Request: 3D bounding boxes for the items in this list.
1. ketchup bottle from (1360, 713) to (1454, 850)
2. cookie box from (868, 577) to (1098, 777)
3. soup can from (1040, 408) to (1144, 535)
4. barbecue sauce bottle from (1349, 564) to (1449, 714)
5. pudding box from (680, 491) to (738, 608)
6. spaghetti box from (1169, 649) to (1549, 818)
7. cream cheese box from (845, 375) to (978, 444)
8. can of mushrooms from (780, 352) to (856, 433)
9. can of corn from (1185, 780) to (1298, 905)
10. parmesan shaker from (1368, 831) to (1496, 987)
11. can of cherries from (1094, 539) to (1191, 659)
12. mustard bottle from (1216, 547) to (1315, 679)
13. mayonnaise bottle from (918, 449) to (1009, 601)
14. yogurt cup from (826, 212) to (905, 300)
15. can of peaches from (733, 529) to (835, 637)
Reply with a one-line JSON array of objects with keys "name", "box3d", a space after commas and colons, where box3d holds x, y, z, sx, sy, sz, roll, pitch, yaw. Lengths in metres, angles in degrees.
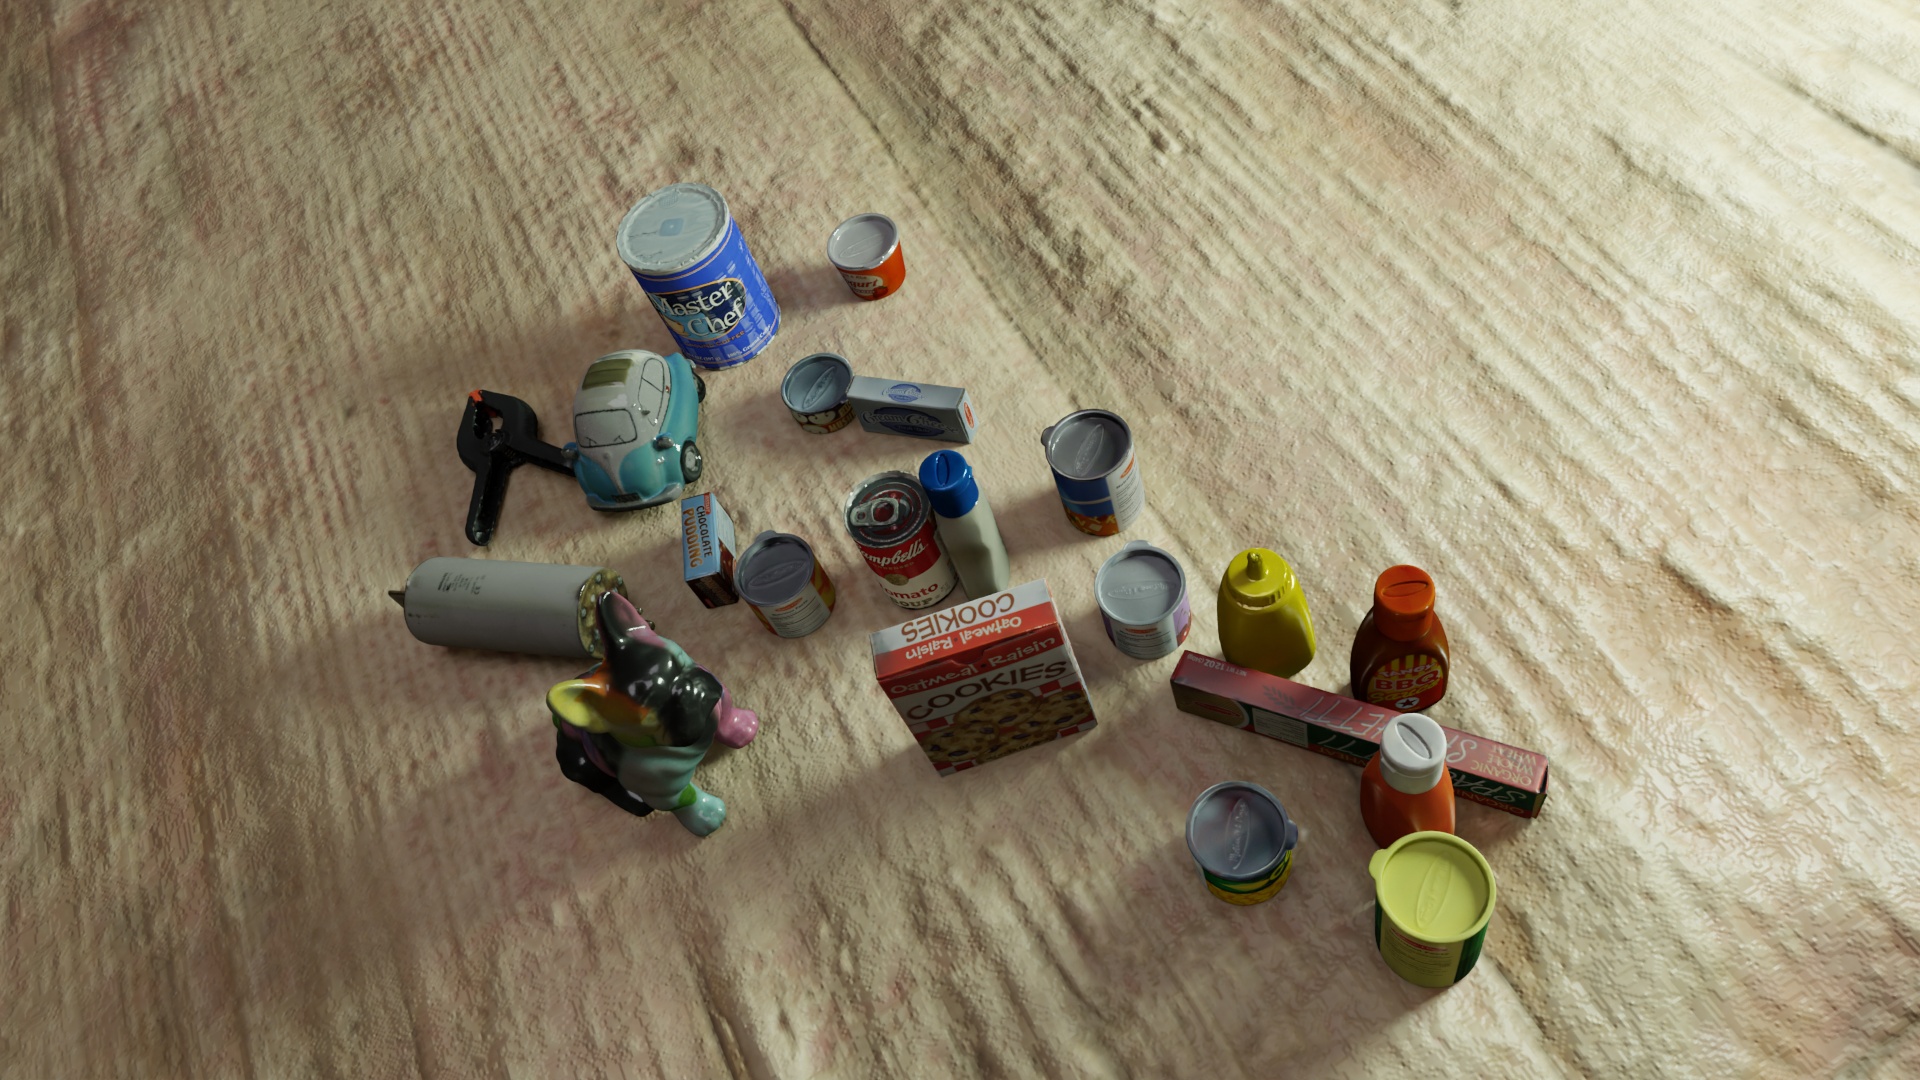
[{"name": "ketchup bottle", "box3d": [0.278, 0.154, 0.861, 0.043, 0.148, 0.065, -34, 56, -7]}, {"name": "cookie box", "box3d": [0.020, 0.099, 0.955, 0.123, 0.166, 0.040, -19, 56, 4]}, {"name": "soup can", "box3d": [0.103, -0.053, 1.078, 0.071, 0.083, 0.071, -7, 57, 11]}, {"name": "barbecue sauce bottle", "box3d": [0.289, 0.067, 0.913, 0.065, 0.148, 0.044, -12, 57, 9]}, {"name": "pudding box", "box3d": [-0.207, 0.008, 1.145, 0.030, 0.049, 0.084, -15, 56, 6]}, {"name": "spaghetti box", "box3d": [0.266, 0.130, 0.939, 0.250, 0.050, 0.029, 16, 64, 23]}, {"name": "cream cheese box", "box3d": [-0.041, -0.110, 1.171, 0.104, 0.053, 0.024, 9, 62, 20]}, {"name": "can of mushrooms", "box3d": [-0.119, -0.128, 1.216, 0.071, 0.033, 0.071, -7, 57, 11]}, {"name": "can of corn", "box3d": [0.186, 0.200, 0.912, 0.071, 0.058, 0.071, -7, 57, 11]}, {"name": "parmesan shaker", "box3d": [0.283, 0.224, 0.843, 0.071, 0.102, 0.071, -7, 58, 11]}, {"name": "can of cherries", "box3d": [0.136, 0.044, 1.023, 0.071, 0.058, 0.072, -7, 57, 11]}, {"name": "mustard bottle", "box3d": [0.205, 0.045, 0.943, 0.065, 0.159, 0.049, -16, 56, 5]}, {"name": "mayonnaise bottle", "box3d": [0.004, -0.013, 1.041, 0.041, 0.147, 0.065, -10, 57, 9]}, {"name": "yogurt cup", "box3d": [-0.083, -0.258, 1.275, 0.072, 0.053, 0.073, -7, 57, 11]}, {"name": "can of peaches", "box3d": [-0.139, 0.035, 1.105, 0.071, 0.057, 0.071, -7, 57, 11]}]
